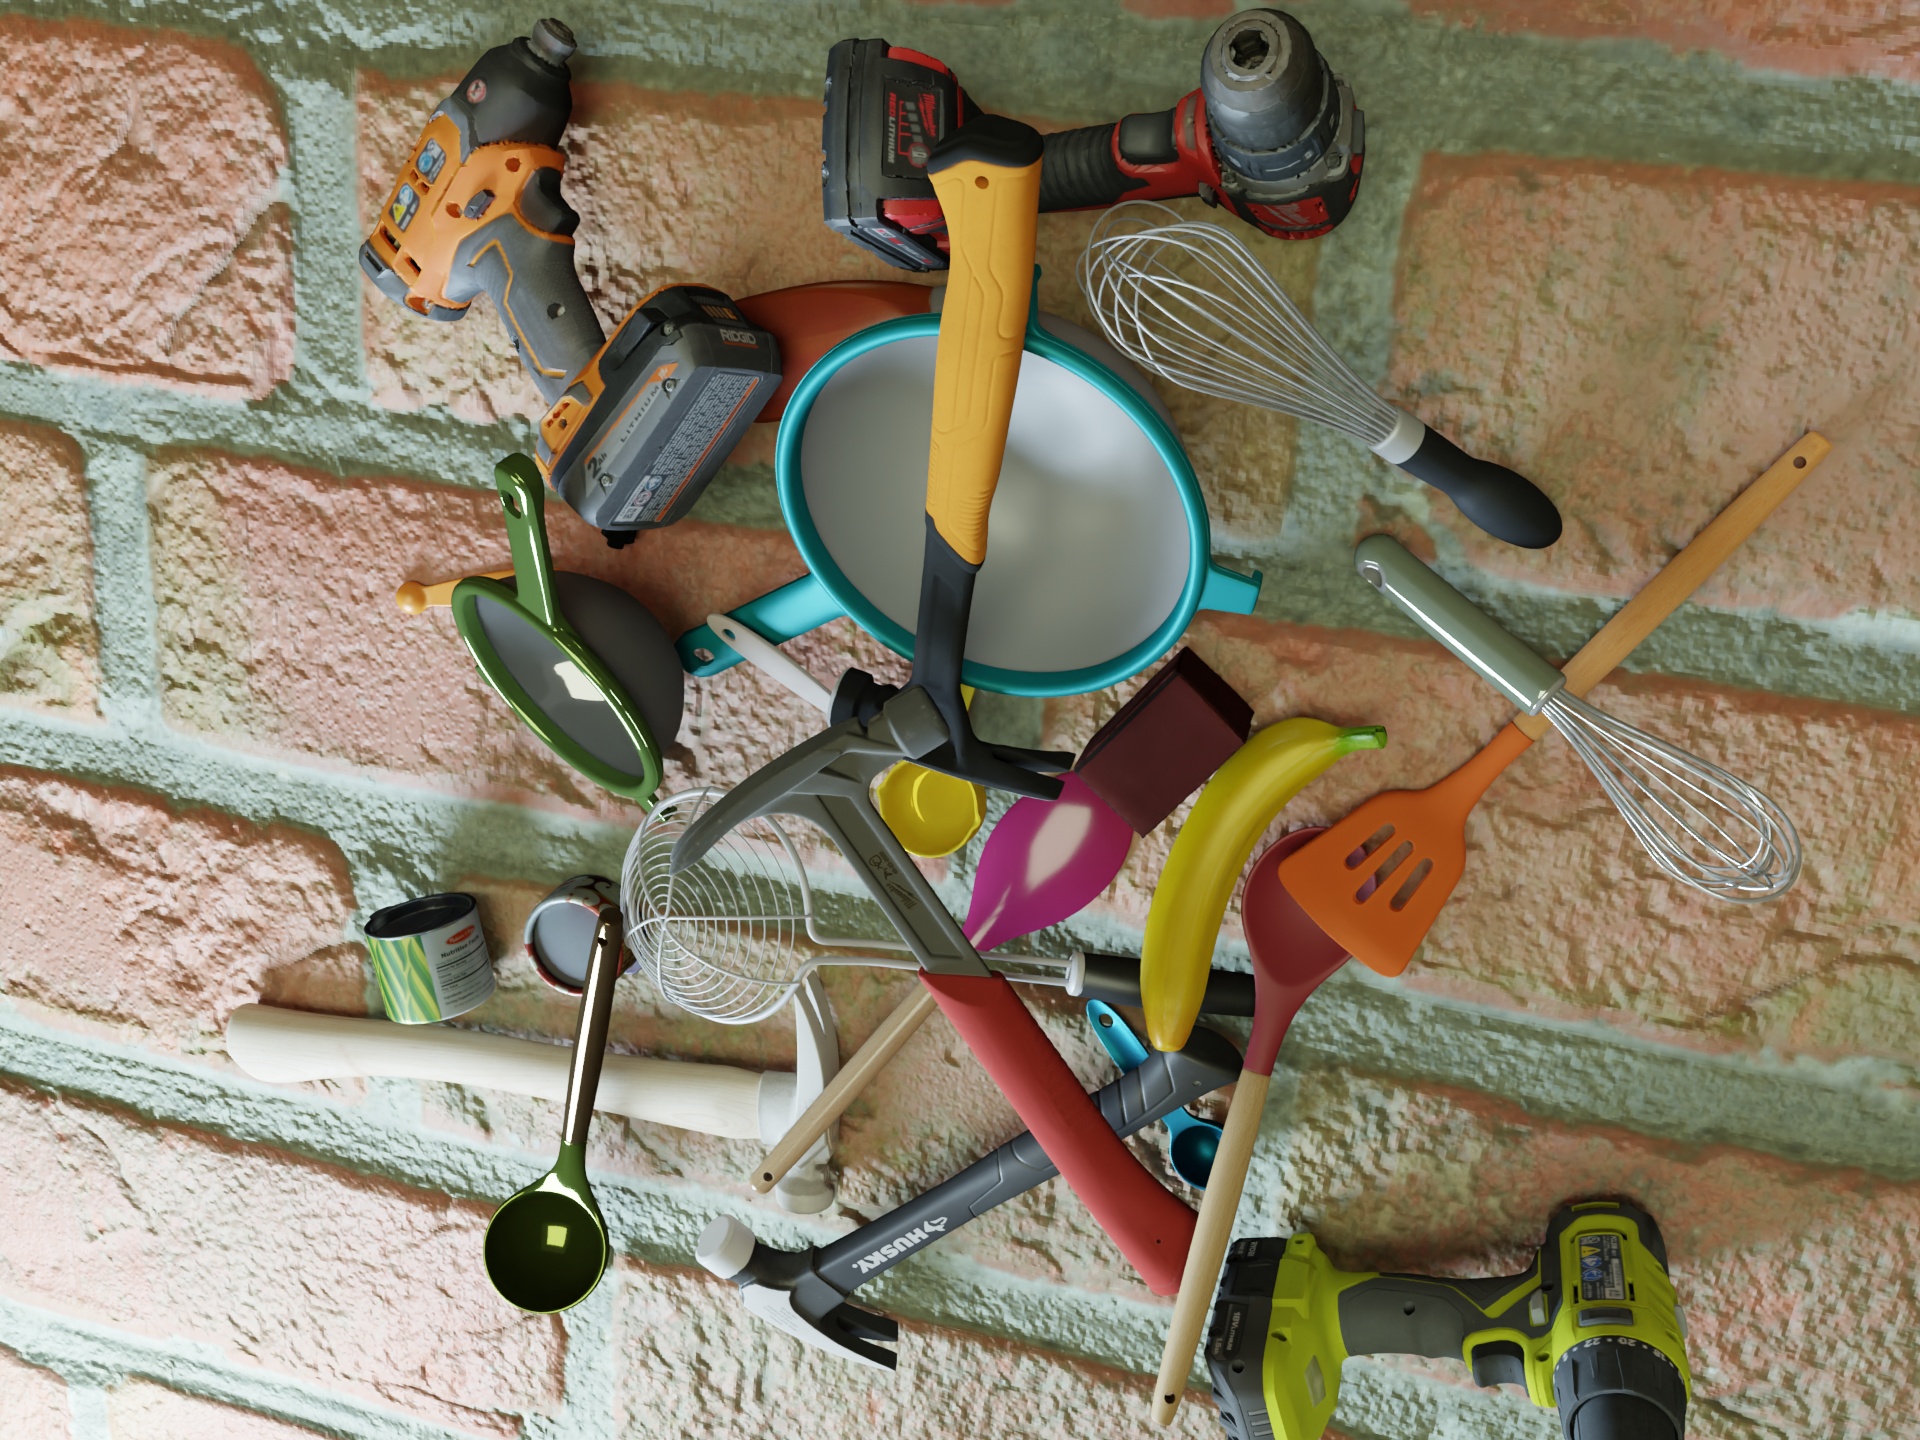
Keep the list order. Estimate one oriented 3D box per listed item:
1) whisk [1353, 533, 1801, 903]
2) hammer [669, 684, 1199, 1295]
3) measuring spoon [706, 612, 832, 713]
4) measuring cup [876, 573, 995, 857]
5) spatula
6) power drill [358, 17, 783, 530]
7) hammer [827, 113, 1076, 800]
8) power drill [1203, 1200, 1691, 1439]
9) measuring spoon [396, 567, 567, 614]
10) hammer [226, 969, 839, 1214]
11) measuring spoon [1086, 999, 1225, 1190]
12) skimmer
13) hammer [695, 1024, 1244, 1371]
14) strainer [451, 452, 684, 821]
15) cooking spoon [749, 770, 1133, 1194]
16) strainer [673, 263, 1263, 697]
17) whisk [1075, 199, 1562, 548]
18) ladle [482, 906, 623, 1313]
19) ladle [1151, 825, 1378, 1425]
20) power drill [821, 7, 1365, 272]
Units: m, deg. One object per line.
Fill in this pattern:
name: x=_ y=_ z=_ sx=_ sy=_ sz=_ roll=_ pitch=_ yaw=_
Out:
whisk: x=0.280 y=-0.007 z=0.739 sx=0.059 sy=0.057 sz=0.246 roll=-40 pitch=69 yaw=-16
hammer: x=0.012 y=0.161 z=0.806 sx=0.149 sy=0.037 sz=0.359 roll=-32 pitch=107 yaw=4
measuring spoon: x=-0.086 y=-0.014 z=0.842 sx=0.124 sy=0.018 sz=0.034 roll=37 pitch=141 yaw=-7
measuring cup: x=-0.001 y=-0.003 z=0.860 sx=0.062 sy=0.029 sz=0.156 roll=16 pitch=98 yaw=18
spatula: x=0.289 y=-0.011 z=0.767 sx=0.081 sy=0.041 sz=0.322 roll=44 pitch=111 yaw=11
power drill: x=-0.192 y=-0.223 z=0.784 sx=0.227 sy=0.084 sz=0.164 roll=49 pitch=117 yaw=16
hammer: x=0.007 y=-0.097 z=0.697 sx=0.127 sy=0.034 sz=0.336 roll=18 pitch=137 yaw=11
power drill: x=0.247 y=0.326 z=0.806 sx=0.228 sy=0.190 sz=0.080 roll=-11 pitch=105 yaw=22
measuring spoon: x=-0.275 y=-0.074 z=0.913 sx=0.117 sy=0.011 sz=0.021 roll=-4 pitch=106 yaw=16
hammer: x=-0.273 y=0.207 z=0.987 sx=0.410 sy=0.038 sz=0.146 roll=4 pitch=106 yaw=14
measuring spoon: x=0.115 y=0.207 z=0.898 sx=0.042 sy=0.021 sz=0.128 roll=-39 pitch=85 yaw=27
skimmer: x=-0.002 y=0.117 z=0.858 sx=0.363 sy=0.090 sz=0.127 roll=8 pitch=104 yaw=-9
hammer: x=0.017 y=0.268 z=0.906 sx=0.334 sy=0.035 sz=0.146 roll=-35 pitch=116 yaw=20
strainer: x=-0.194 y=-0.061 z=0.819 sx=0.151 sy=0.069 sz=0.256 roll=36 pitch=151 yaw=15
cooking spoon: x=-0.018 y=0.154 z=0.892 sx=0.069 sy=0.017 sz=0.319 roll=40 pitch=103 yaw=-1
strainer: x=-0.020 y=-0.102 z=0.803 sx=0.340 sy=0.095 sz=0.210 roll=-20 pitch=120 yaw=41
whisk: x=0.168 y=-0.141 z=0.697 sx=0.284 sy=0.070 sz=0.070 roll=24 pitch=115 yaw=-27
ladle: x=-0.223 y=0.229 z=0.907 sx=0.078 sy=0.062 sz=0.320 roll=21 pitch=127 yaw=4
ladle: x=0.148 y=0.207 z=0.822 sx=0.069 sy=0.031 sz=0.315 roll=16 pitch=86 yaw=5
power drill: x=0.055 y=-0.249 z=0.680 sx=0.227 sy=0.188 sz=0.080 roll=3 pitch=95 yaw=18
